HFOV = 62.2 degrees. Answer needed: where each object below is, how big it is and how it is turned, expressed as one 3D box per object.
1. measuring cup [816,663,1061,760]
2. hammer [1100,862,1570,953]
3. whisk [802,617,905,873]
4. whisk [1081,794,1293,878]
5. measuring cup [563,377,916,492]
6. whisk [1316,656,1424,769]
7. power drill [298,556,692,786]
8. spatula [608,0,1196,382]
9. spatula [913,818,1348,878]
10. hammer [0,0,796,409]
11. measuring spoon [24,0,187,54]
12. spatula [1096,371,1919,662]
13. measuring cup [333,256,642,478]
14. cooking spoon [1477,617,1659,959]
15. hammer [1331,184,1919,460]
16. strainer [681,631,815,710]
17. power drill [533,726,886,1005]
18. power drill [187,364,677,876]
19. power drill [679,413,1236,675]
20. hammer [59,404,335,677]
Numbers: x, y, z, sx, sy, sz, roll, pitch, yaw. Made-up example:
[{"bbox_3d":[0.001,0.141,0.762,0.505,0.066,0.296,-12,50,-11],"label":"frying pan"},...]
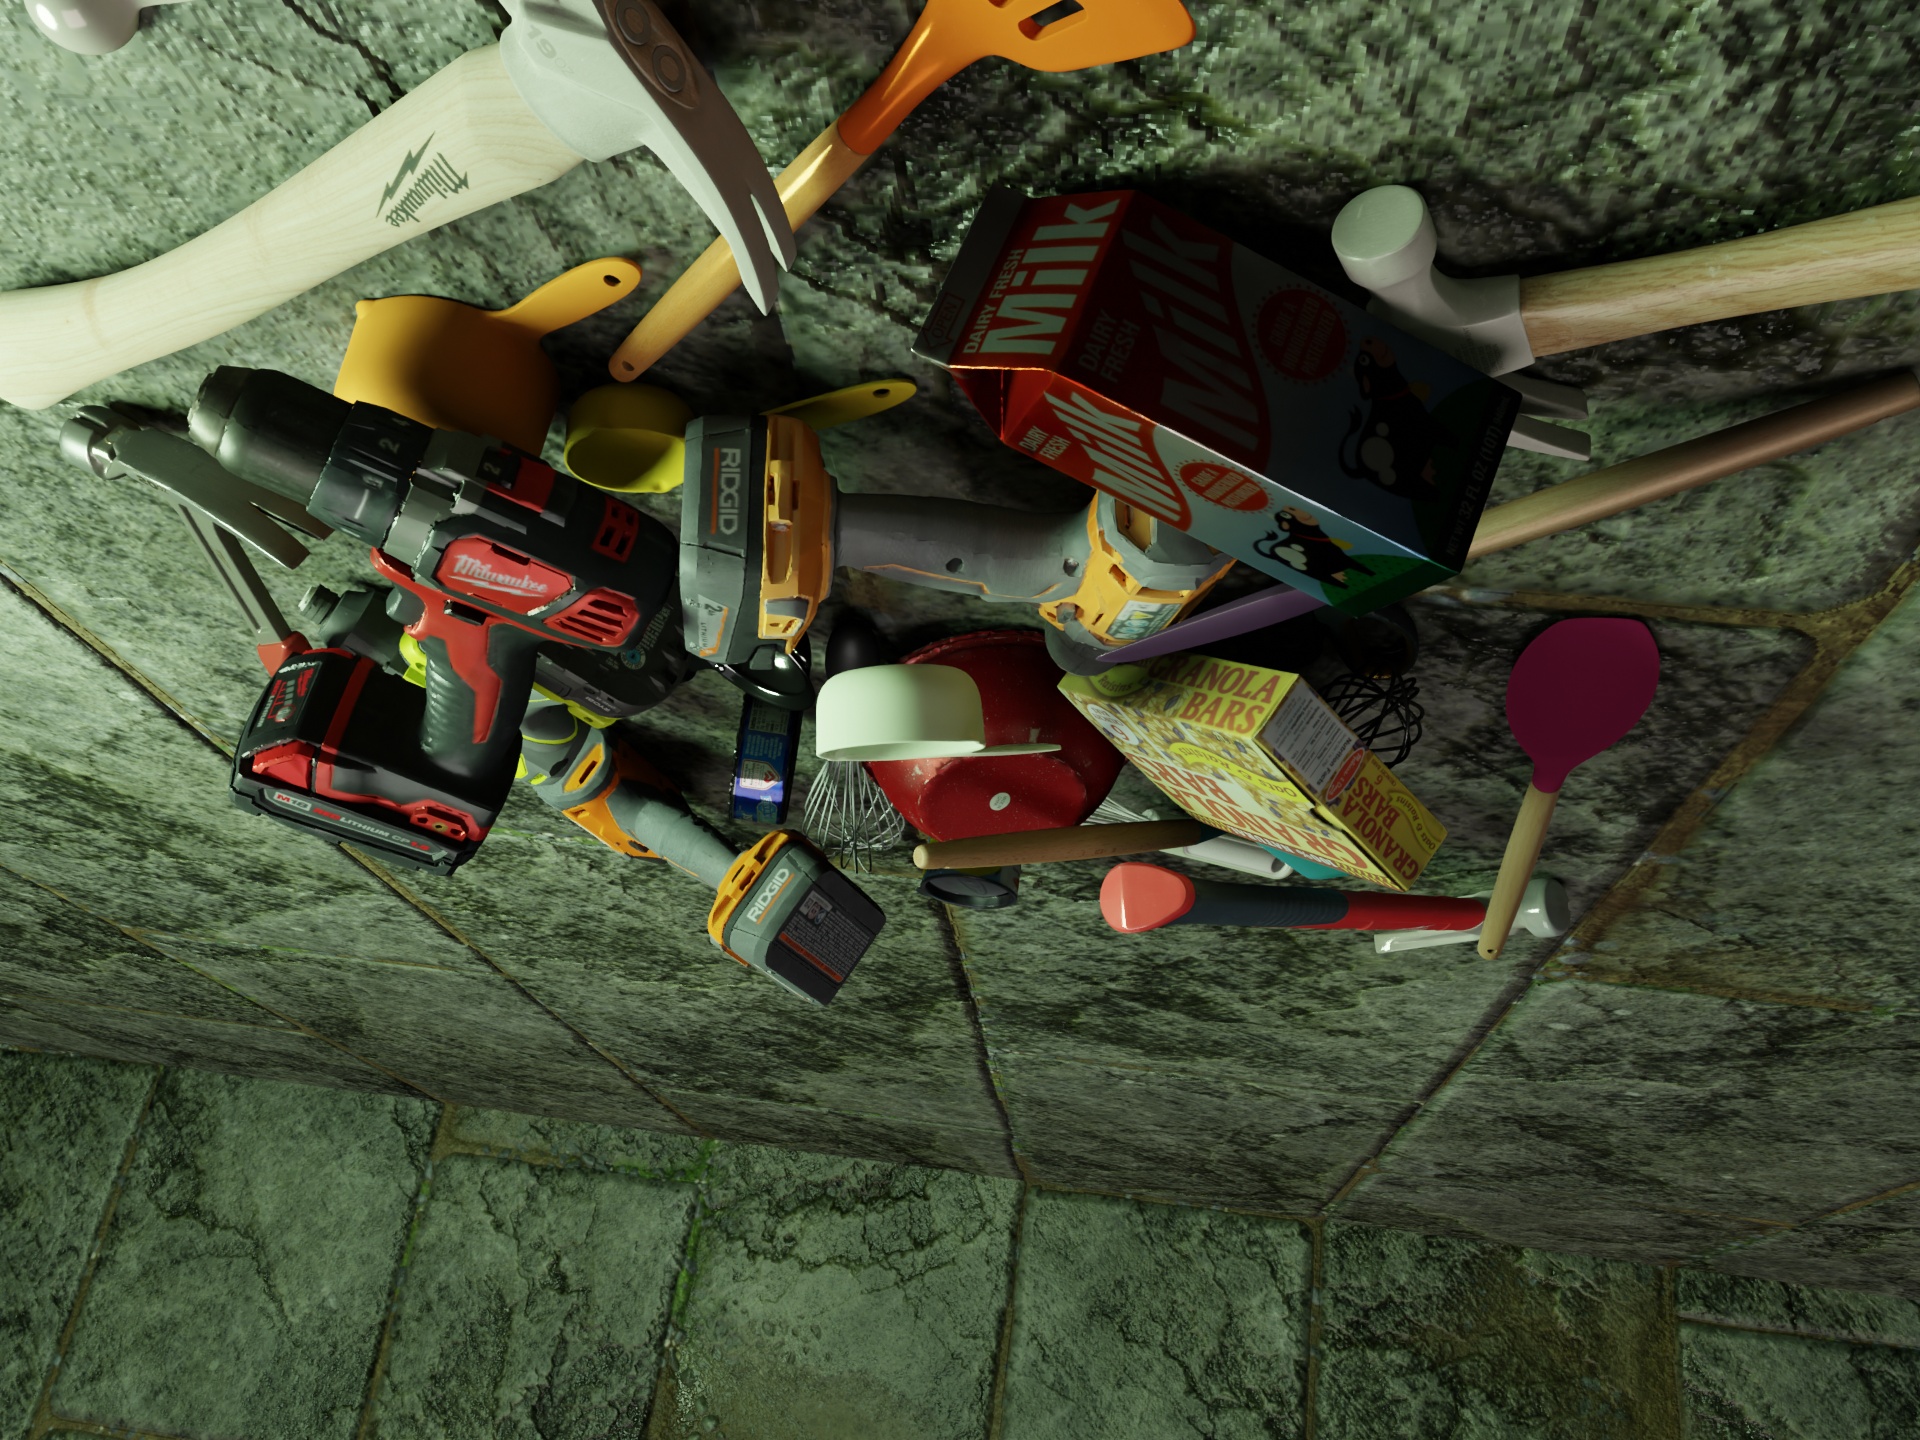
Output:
[{"bbox_3d":[-0.001,-0.002,0.751,0.083,0.038,0.167,-8,174,35],"label":"measuring cup"},{"bbox_3d":[0.213,0.117,0.968,0.386,0.038,0.143,8,162,-42],"label":"hammer"},{"bbox_3d":[-0.066,0.020,0.954,0.070,0.070,0.284,8,151,1],"label":"whisk"},{"bbox_3d":[0.112,0.066,1.007,0.246,0.058,0.059,15,-170,-24],"label":"whisk"},{"bbox_3d":[-0.094,-0.132,0.670,0.156,0.029,0.062,-11,160,14],"label":"measuring cup"},{"bbox_3d":[0.190,0.017,0.841,0.055,0.055,0.239,10,167,-2],"label":"whisk"},{"bbox_3d":[-0.251,-0.042,0.847,0.171,0.080,0.223,34,151,-24],"label":"power drill"},{"bbox_3d":[-0.051,-0.176,0.525,0.081,0.041,0.322,37,148,-22],"label":"spatula"},{"bbox_3d":[0.113,0.074,0.885,0.317,0.044,0.082,-2,167,-33],"label":"spatula"},{"bbox_3d":[-0.248,-0.168,0.593,0.411,0.038,0.146,-7,139,36],"label":"hammer"},{"bbox_3d":[-0.246,-0.230,0.500,0.124,0.018,0.034,-2,154,21],"label":"measuring spoon"},{"bbox_3d":[0.201,-0.072,0.626,0.316,0.018,0.059,-19,172,26],"label":"spatula"},{"bbox_3d":[-0.188,-0.137,0.643,0.173,0.052,0.095,-12,149,42],"label":"measuring cup"},{"bbox_3d":[0.311,0.047,0.859,0.069,0.017,0.318,2,143,8],"label":"cooking spoon"},{"bbox_3d":[0.293,-0.145,0.487,0.331,0.031,0.129,-5,152,28],"label":"hammer"},{"bbox_3d":[-0.151,-0.034,0.882,0.258,0.050,0.086,-10,130,47],"label":"strainer"},{"bbox_3d":[-0.161,0.092,1.035,0.227,0.084,0.164,29,168,30],"label":"power drill"},{"bbox_3d":[-0.246,-0.041,0.678,0.187,0.080,0.226,24,134,-21],"label":"power drill"},{"bbox_3d":[-0.006,-0.065,0.700,0.226,0.084,0.185,2,165,-8],"label":"power drill"},{"bbox_3d":[-0.354,-0.019,0.872,0.149,0.037,0.358,26,151,15],"label":"hammer"}]
